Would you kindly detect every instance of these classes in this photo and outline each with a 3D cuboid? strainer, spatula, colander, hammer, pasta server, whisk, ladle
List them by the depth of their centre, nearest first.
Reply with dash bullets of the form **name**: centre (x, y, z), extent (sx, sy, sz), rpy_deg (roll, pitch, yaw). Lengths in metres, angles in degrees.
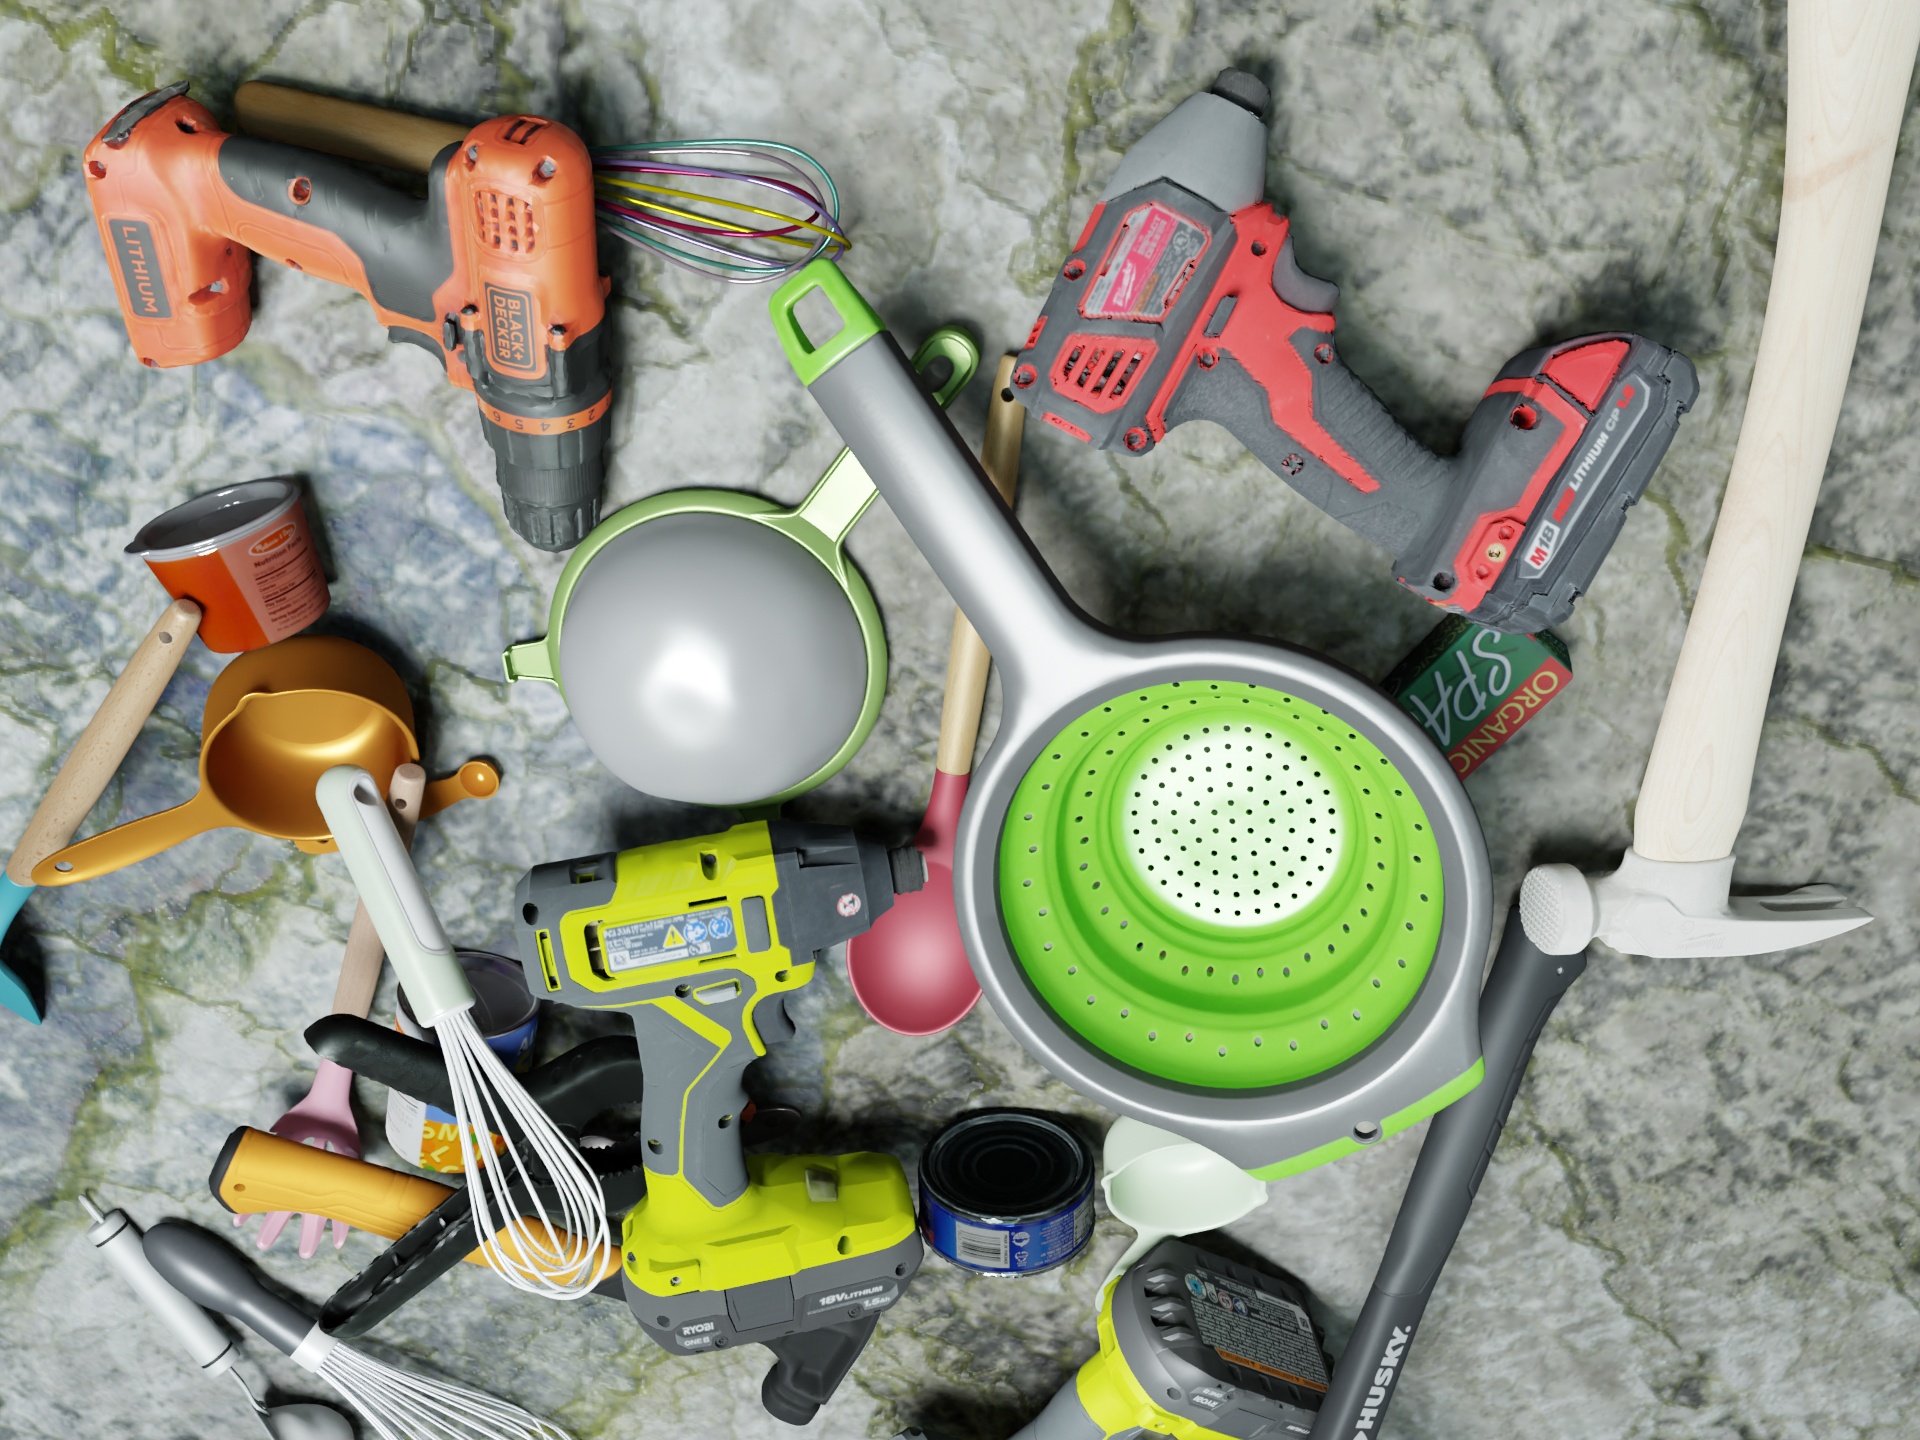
- **whisk**: centre (-0.159, -0.211, 0.606), extent (0.245, 0.047, 0.051), rpy_deg (14, 125, 3)
- **hammer**: centre (0.321, -0.095, 0.611), extent (0.146, 0.038, 0.410), rpy_deg (-1, 112, -8)
- **colander**: centre (0.060, -0.011, 0.635), extent (0.204, 0.094, 0.397), rpy_deg (-33, 96, 21)
- **strainer**: centre (-0.077, -0.054, 0.654), extent (0.151, 0.069, 0.256), rpy_deg (37, 114, -11)
- **whisk**: centre (-0.212, 0.130, 0.671), extent (0.059, 0.058, 0.246), rpy_deg (-26, 88, 21)
- **ladle**: centre (-0.001, -0.002, 0.694), extent (0.069, 0.031, 0.315), rpy_deg (10, 113, 3)
- **hammer**: centre (0.201, 0.242, 0.718), extent (0.146, 0.035, 0.335), rpy_deg (17, 95, -29)
- **spatula**: centre (-0.411, 0.047, 0.723), extent (0.082, 0.044, 0.317), rpy_deg (40, 118, -12)
- **pasta server**: centre (-0.295, 0.147, 0.761), extent (0.060, 0.040, 0.316), rpy_deg (18, 123, -13)
- **hammer**: centre (-0.203, 0.266, 0.802), extent (0.336, 0.034, 0.127), rpy_deg (22, 115, -14)
- **whisk**: centre (-0.329, 0.363, 0.874), extent (0.284, 0.070, 0.070), rpy_deg (38, 112, -7)
- **strainer**: centre (-0.405, 0.361, 0.887), extent (0.258, 0.050, 0.087), rpy_deg (57, 151, -12)

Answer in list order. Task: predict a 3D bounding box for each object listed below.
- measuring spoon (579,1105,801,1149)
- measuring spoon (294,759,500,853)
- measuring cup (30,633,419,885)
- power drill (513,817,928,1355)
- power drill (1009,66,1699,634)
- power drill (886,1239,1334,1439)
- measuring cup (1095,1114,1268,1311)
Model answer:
- **measuring spoon**: centre (-0.141, 0.212, 0.812), extent (0.124, 0.018, 0.034), rpy_deg (-13, 112, 4)
- **measuring spoon**: centre (-0.265, 0.041, 0.748), extent (0.117, 0.011, 0.021), rpy_deg (-19, 112, 17)
- **measuring cup**: centre (-0.323, 0.021, 0.696), extent (0.173, 0.052, 0.095), rpy_deg (-23, 136, 0)
- **power drill**: centre (-0.089, 0.156, 0.705), extent (0.171, 0.080, 0.223), rpy_deg (-10, 109, -8)
- **power drill**: centre (0.143, -0.134, 0.589), extent (0.219, 0.078, 0.143), rpy_deg (27, 98, -1)
- **power drill**: centre (0.085, 0.376, 0.816), extent (0.190, 0.080, 0.228), rpy_deg (29, 117, -27)
- **measuring cup**: centre (0.095, 0.242, 0.794), extent (0.083, 0.038, 0.167), rpy_deg (9, 132, -10)
